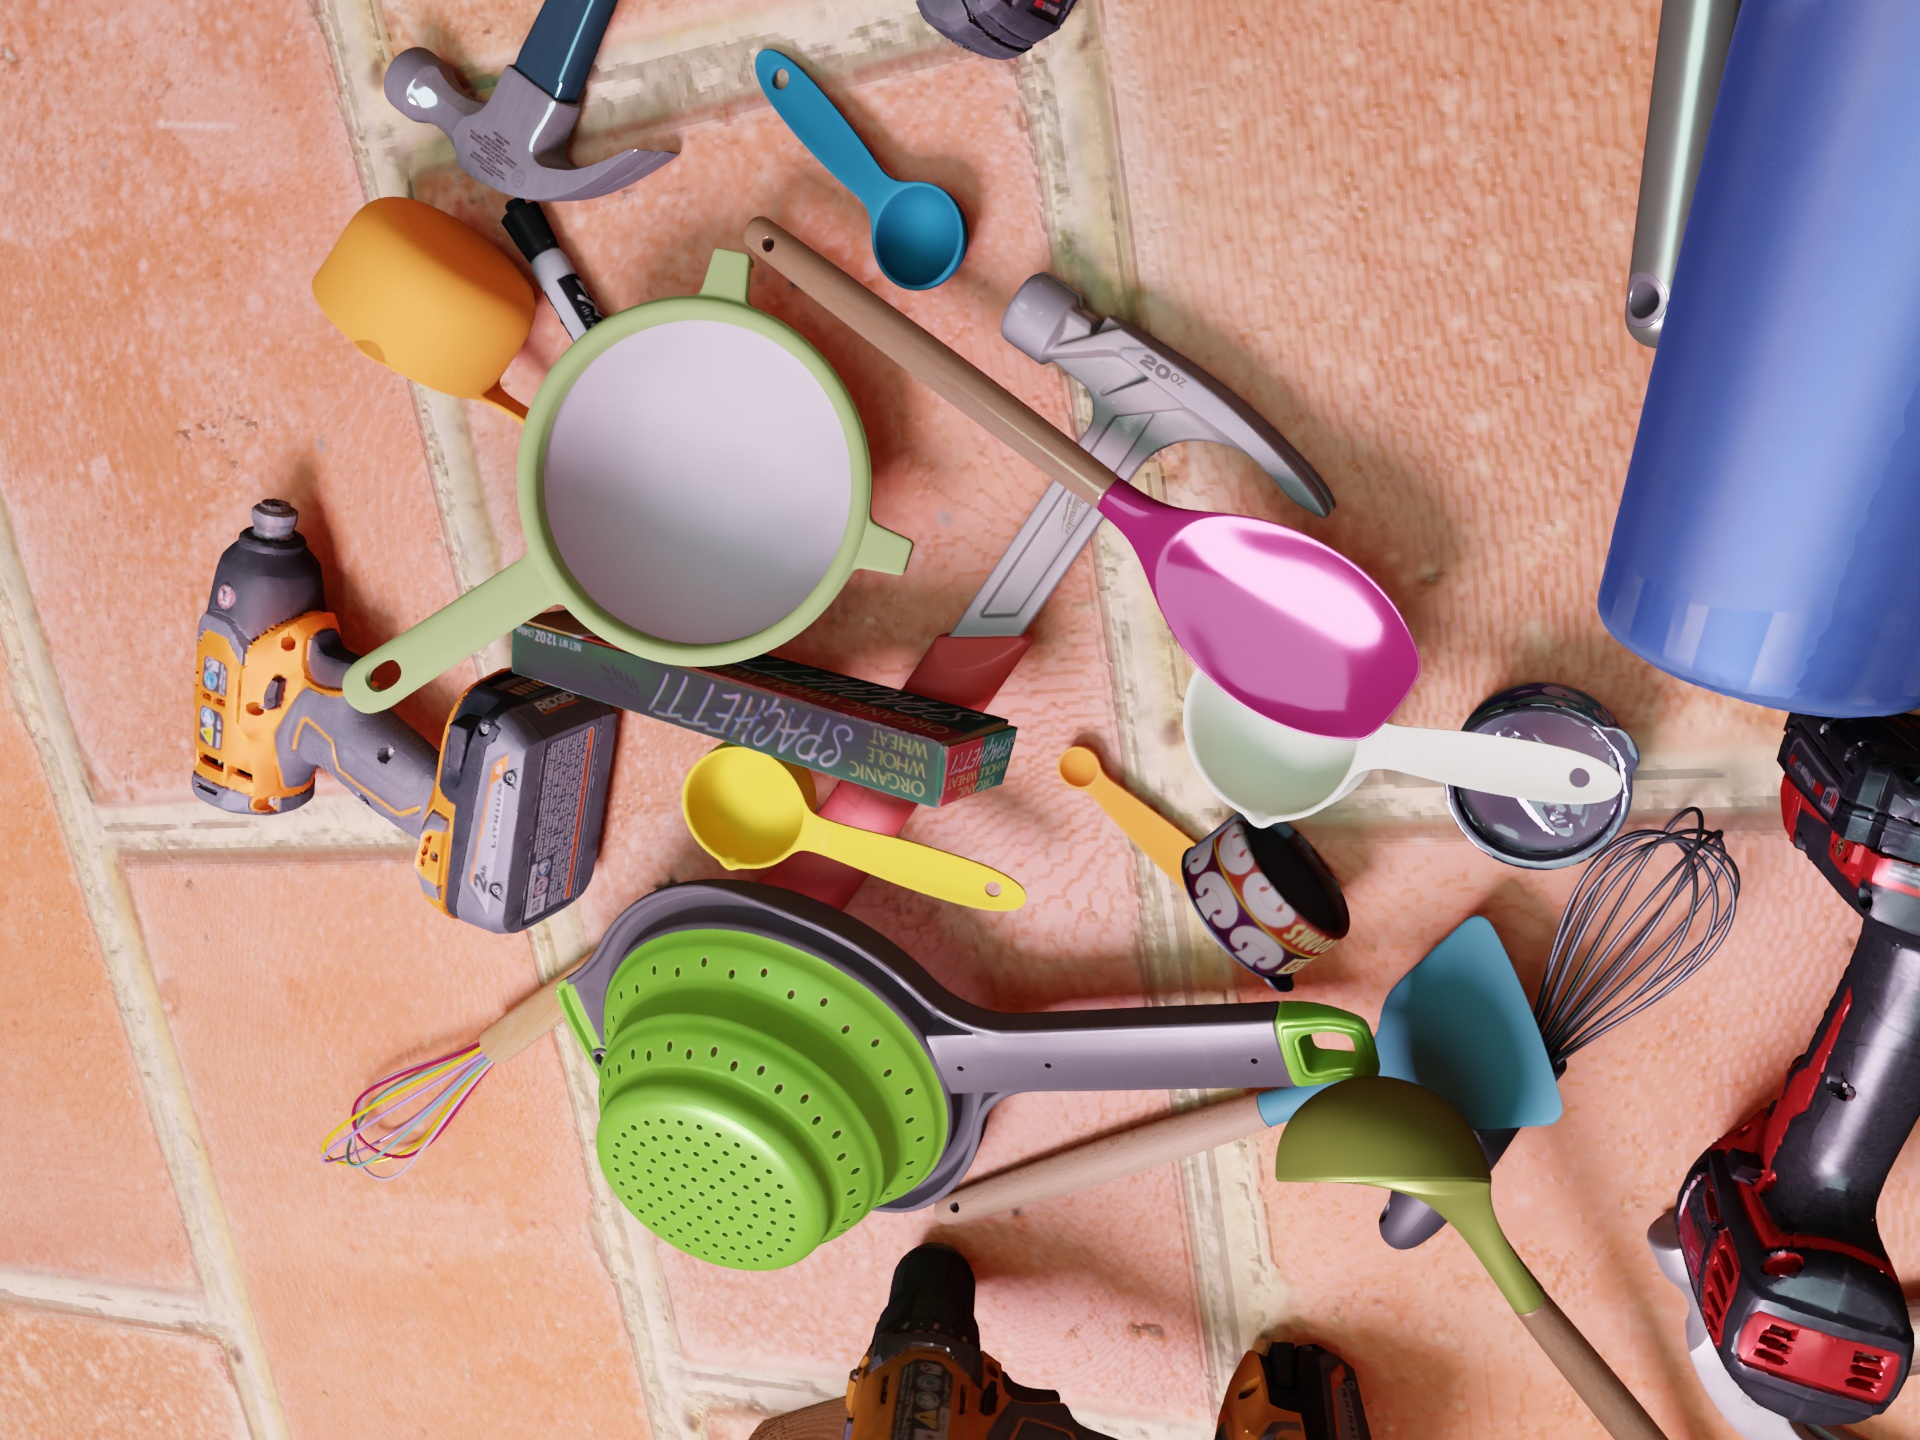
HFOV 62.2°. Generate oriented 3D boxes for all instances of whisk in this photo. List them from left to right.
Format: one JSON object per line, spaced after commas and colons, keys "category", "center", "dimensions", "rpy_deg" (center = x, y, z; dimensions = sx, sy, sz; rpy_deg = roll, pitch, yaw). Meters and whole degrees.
{"category": "whisk", "center": [-0.263, 0.186, 0.863], "dimensions": [0.245, 0.051, 0.047], "rpy_deg": [-36, 111, 24]}
{"category": "whisk", "center": [0.229, 0.131, 0.632], "dimensions": [0.055, 0.055, 0.238], "rpy_deg": [31, 120, 11]}
{"category": "whisk", "center": [0.240, -0.244, 0.510], "dimensions": [0.058, 0.059, 0.246], "rpy_deg": [-143, 47, -58]}

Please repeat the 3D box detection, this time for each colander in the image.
{"category": "colander", "center": [-0.024, 0.170, 0.687], "dimensions": [0.397, 0.094, 0.204], "rpy_deg": [-8, 119, 26]}

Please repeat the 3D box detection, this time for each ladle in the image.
{"category": "ladle", "center": [0.233, 0.255, 0.625], "dimensions": [0.320, 0.062, 0.078], "rpy_deg": [50, 143, -16]}

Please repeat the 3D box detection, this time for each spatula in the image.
{"category": "spatula", "center": [0.106, 0.176, 0.697], "dimensions": [0.317, 0.044, 0.082], "rpy_deg": [-28, 67, 29]}

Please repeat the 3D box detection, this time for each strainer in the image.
{"category": "strainer", "center": [-0.151, -0.075, 0.690], "dimensions": [0.256, 0.069, 0.151], "rpy_deg": [-30, 92, 11]}

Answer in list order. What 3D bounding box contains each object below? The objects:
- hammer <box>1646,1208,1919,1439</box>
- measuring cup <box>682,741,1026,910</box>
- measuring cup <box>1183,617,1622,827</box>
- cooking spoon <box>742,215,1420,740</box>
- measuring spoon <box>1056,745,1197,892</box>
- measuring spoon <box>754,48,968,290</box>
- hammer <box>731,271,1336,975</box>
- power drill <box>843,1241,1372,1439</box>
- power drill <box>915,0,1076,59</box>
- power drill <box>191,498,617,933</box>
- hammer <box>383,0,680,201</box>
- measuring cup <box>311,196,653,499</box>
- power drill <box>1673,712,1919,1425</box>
{"category": "hammer", "center": [0.439, 0.211, 0.574], "dimensions": [0.331, 0.031, 0.130], "rpy_deg": [-22, 97, 27]}
{"category": "measuring cup", "center": [-0.044, 0.049, 0.695], "dimensions": [0.156, 0.029, 0.062], "rpy_deg": [18, 112, 4]}
{"category": "measuring cup", "center": [0.166, 0.007, 0.602], "dimensions": [0.168, 0.038, 0.083], "rpy_deg": [11, 104, 34]}
{"category": "cooking spoon", "center": [0.037, -0.102, 0.611], "dimensions": [0.319, 0.017, 0.068], "rpy_deg": [39, 116, 12]}
{"category": "measuring spoon", "center": [0.089, 0.051, 0.686], "dimensions": [0.117, 0.011, 0.021], "rpy_deg": [41, 117, 2]}
{"category": "measuring spoon", "center": [-0.040, -0.228, 0.650], "dimensions": [0.042, 0.021, 0.129], "rpy_deg": [-45, 77, 28]}
{"category": "hammer", "center": [-0.001, -0.002, 0.691], "dimensions": [0.149, 0.037, 0.359], "rpy_deg": [38, 116, 8]}
{"category": "power drill", "center": [0.061, 0.315, 0.710], "dimensions": [0.226, 0.185, 0.084], "rpy_deg": [8, 110, 0]}
{"category": "power drill", "center": [0.086, -0.311, 0.537], "dimensions": [0.226, 0.080, 0.188], "rpy_deg": [-22, 97, 24]}
{"category": "power drill", "center": [-0.285, -0.005, 0.786], "dimensions": [0.226, 0.084, 0.164], "rpy_deg": [21, 113, 20]}
{"category": "hammer", "center": [-0.120, -0.357, 0.630], "dimensions": [0.128, 0.033, 0.331], "rpy_deg": [39, 117, 8]}
{"category": "measuring cup", "center": [-0.197, -0.166, 0.707], "dimensions": [0.173, 0.095, 0.052], "rpy_deg": [34, 111, -11]}
{"category": "power drill", "center": [0.304, 0.110, 0.546], "dimensions": [0.078, 0.143, 0.219], "rpy_deg": [14, 105, 14]}
